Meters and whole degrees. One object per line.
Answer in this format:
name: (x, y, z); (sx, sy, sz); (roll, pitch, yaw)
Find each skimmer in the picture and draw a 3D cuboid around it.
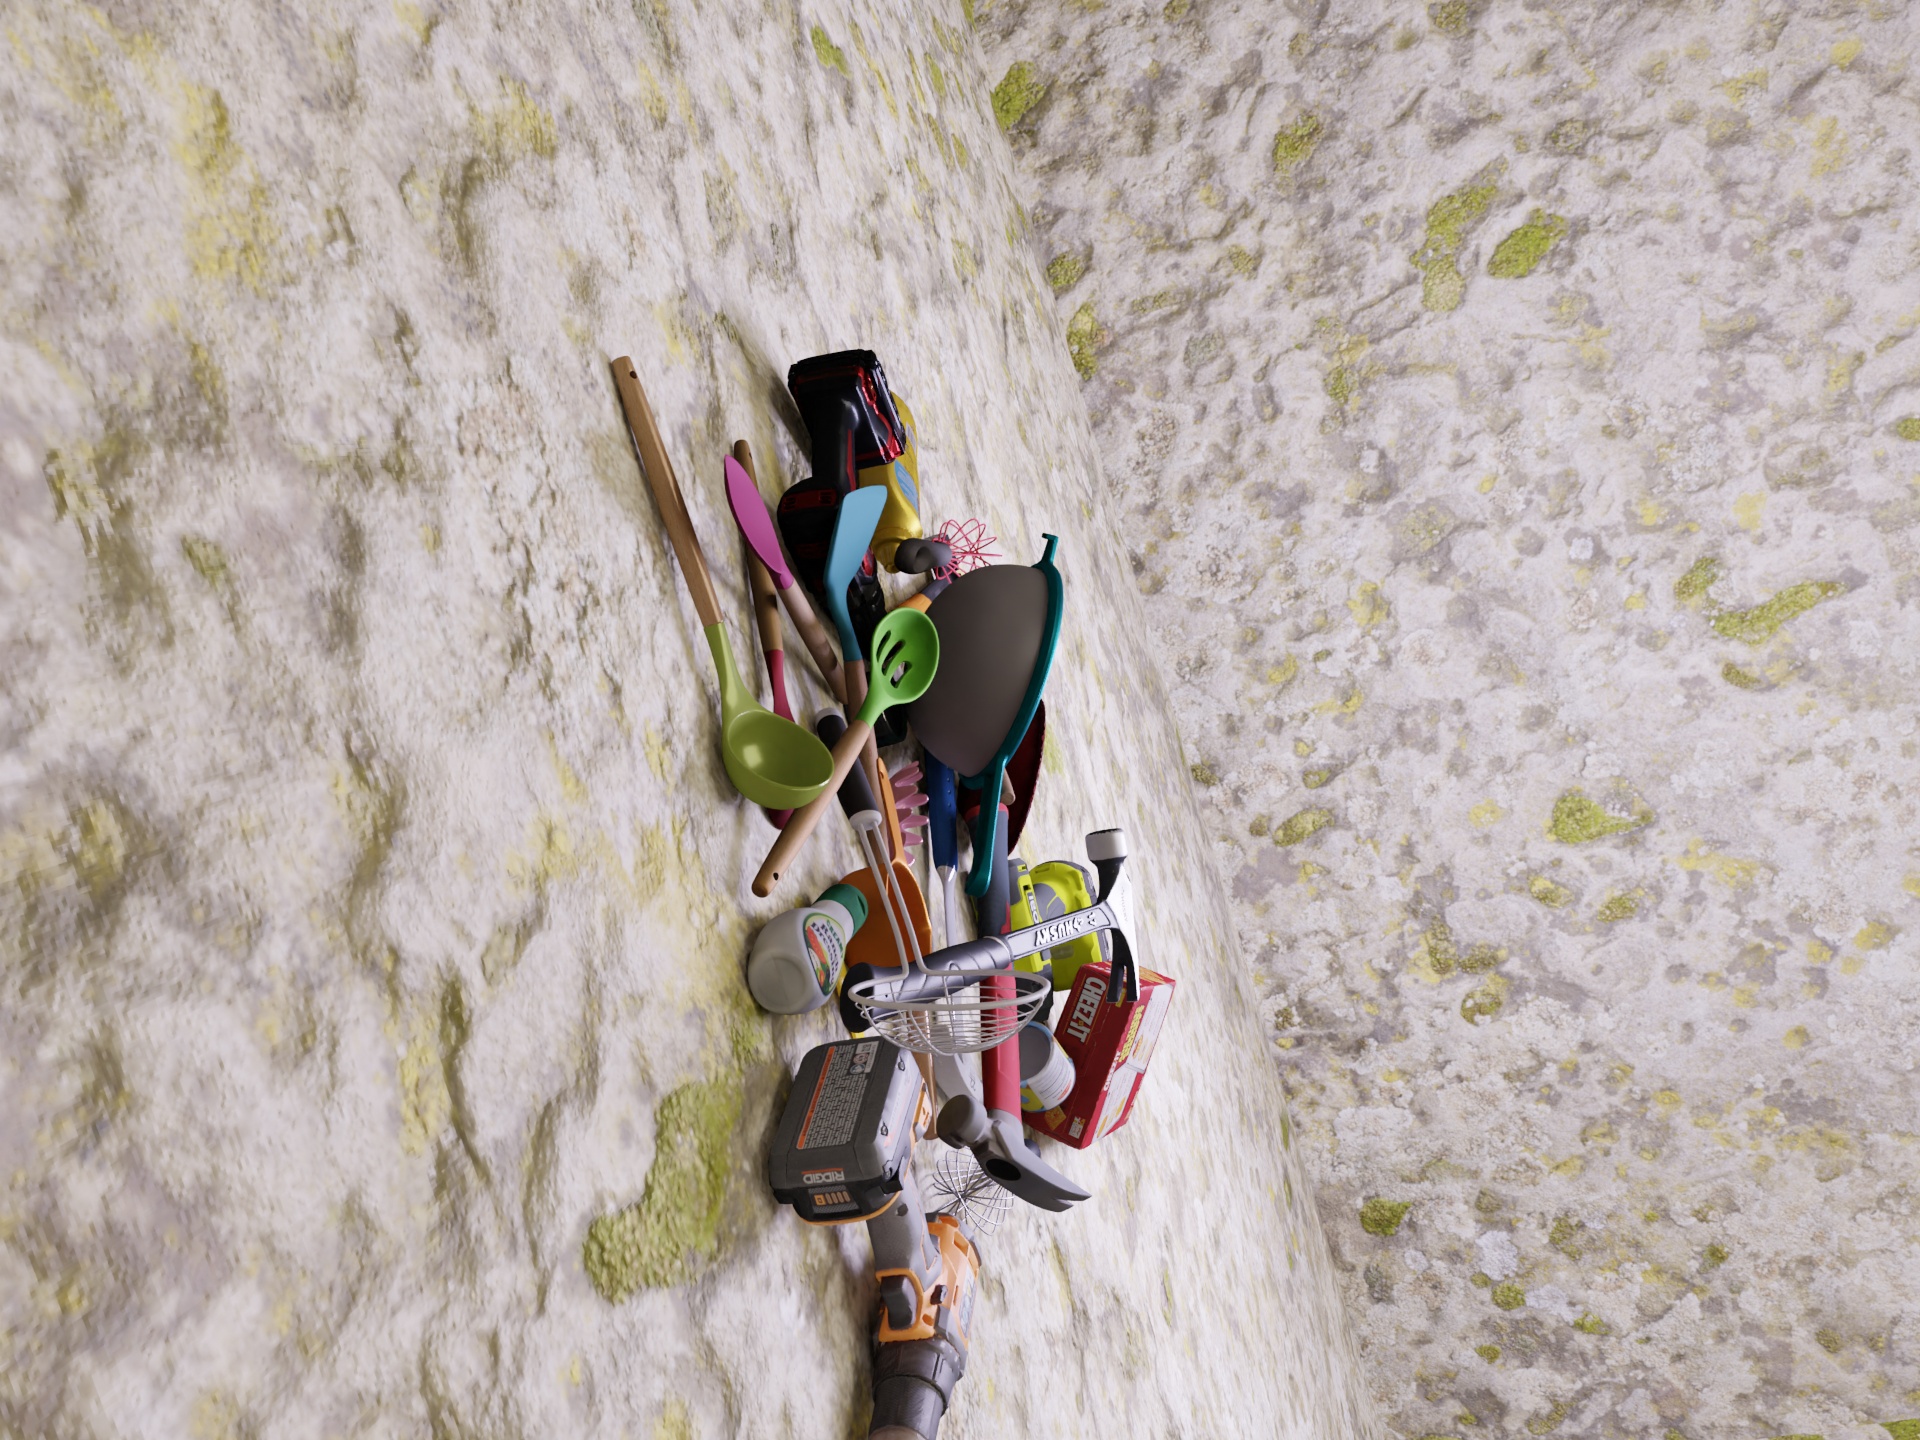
skimmer: (-0.045, 0.089, 1.096); (0.364, 0.127, 0.090); (-115, -151, -46)

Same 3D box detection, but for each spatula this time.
spatula: (-0.072, -0.022, 1.247); (0.082, 0.044, 0.317); (-31, 116, -66)
spatula: (0.016, 0.013, 1.489); (0.316, 0.018, 0.059); (-114, -140, -68)

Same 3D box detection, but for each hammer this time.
hammer: (0.037, 0.181, 1.231); (0.408, 0.036, 0.149); (-7, 87, -57)
hammer: (-0.013, 0.141, 1.405); (0.143, 0.035, 0.406); (56, 24, -51)
hammer: (0.040, 0.215, 1.314); (0.143, 0.038, 0.387); (41, 28, -28)
hammer: (-0.039, -0.100, 1.552); (0.337, 0.034, 0.127); (-51, 123, -72)

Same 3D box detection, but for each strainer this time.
strainer: (-0.002, -0.004, 1.350); (0.211, 0.095, 0.341); (125, -20, -46)

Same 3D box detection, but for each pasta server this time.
pasta server: (-0.034, 0.177, 1.269); (0.060, 0.040, 0.317); (75, 6, -59)

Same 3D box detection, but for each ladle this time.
ladle: (-0.142, -0.071, 1.172); (0.069, 0.031, 0.316); (45, 31, -64)
ladle: (-0.164, -0.092, 1.055); (0.078, 0.062, 0.320); (-23, 94, -54)

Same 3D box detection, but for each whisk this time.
whisk: (-0.014, -0.155, 1.485); (0.296, 0.073, 0.073); (-27, 101, -75)
whisk: (0.032, 0.374, 1.309); (0.284, 0.070, 0.070); (32, 44, -74)

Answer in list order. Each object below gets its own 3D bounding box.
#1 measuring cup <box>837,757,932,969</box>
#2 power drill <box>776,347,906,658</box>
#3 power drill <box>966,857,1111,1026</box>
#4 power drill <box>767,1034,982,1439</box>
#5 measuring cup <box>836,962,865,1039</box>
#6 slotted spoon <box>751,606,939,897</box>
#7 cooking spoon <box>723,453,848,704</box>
measuring cup: (-0.068, 0.114, 1.204); (0.095, 0.052, 0.174); (44, 32, -62)
power drill: (-0.095, -0.182, 1.354); (0.187, 0.080, 0.227); (67, 19, -51)
power drill: (0.080, 0.221, 1.591); (0.223, 0.080, 0.171); (4, 72, -70)
power drill: (-0.048, 0.339, 1.006); (0.185, 0.084, 0.226); (-73, 149, -60)
measuring cup: (-0.062, 0.225, 1.151); (0.062, 0.029, 0.156); (-55, 130, -71)
slotted spoon: (-0.083, 0.019, 1.144); (0.070, 0.031, 0.314); (59, 34, -25)
cooking spoon: (-0.123, -0.089, 1.172); (0.318, 0.017, 0.069); (67, 9, -61)
